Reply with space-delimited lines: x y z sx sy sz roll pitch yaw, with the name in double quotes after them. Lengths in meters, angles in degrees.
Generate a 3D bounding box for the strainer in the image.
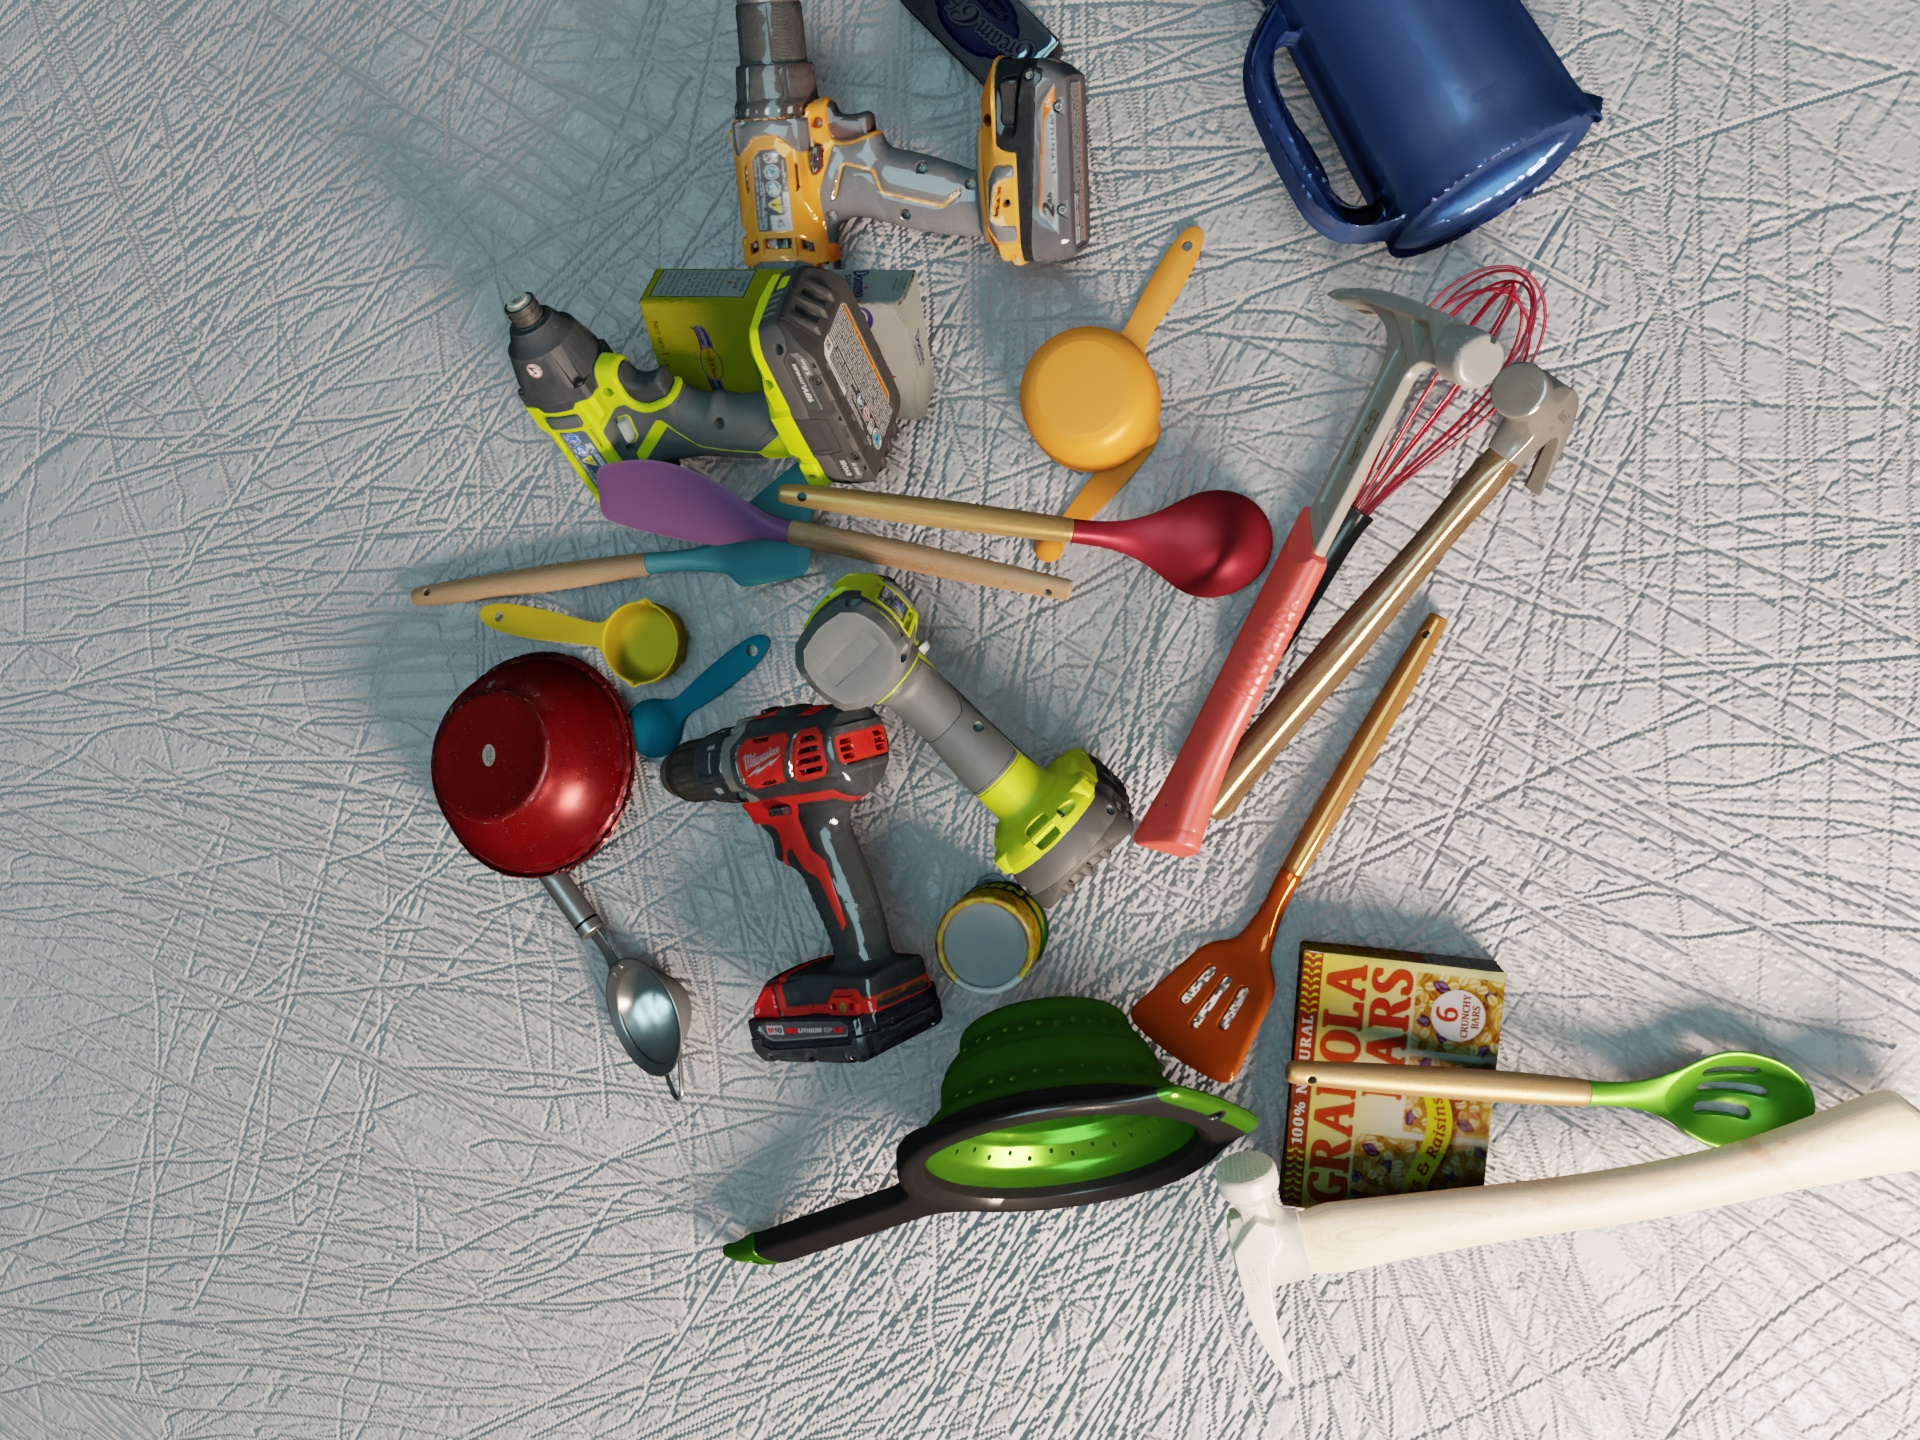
-0.254 0.150 1.117 0.258 0.050 0.087 52 132 11 "strainer"

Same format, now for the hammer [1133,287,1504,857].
0.192 -0.081 0.956 0.036 0.149 0.359 17 107 -25 "hammer"

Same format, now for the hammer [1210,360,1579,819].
0.252 -0.068 0.965 0.031 0.130 0.331 46 113 23 "hammer"

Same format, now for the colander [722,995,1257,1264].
-0.006 0.268 1.041 0.397 0.204 0.095 -27 53 28 "colander"

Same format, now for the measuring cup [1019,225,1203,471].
0.103 -0.241 1.005 0.095 0.052 0.173 33 97 12 "measuring cup"

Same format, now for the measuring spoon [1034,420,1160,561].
0.089 -0.150 1.036 0.021 0.011 0.117 43 101 7 "measuring spoon"

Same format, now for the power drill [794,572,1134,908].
-0.002 -0.003 0.994 0.228 0.191 0.080 44 101 -8 "power drill"

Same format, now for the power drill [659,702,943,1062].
-0.112 0.104 1.048 0.188 0.080 0.226 -9 94 40 "power drill"

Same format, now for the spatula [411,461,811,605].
-0.244 -0.110 1.096 0.317 0.044 0.082 -7 73 14 "spatula"

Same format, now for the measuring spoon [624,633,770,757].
-0.183 -0.019 1.098 0.128 0.021 0.042 -37 85 14 "measuring spoon"

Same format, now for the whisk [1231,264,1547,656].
0.256 -0.146 0.979 0.073 0.073 0.295 36 107 8 "whisk"

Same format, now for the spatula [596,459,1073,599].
-0.083 -0.117 1.009 0.316 0.018 0.059 13 134 8 "spatula"

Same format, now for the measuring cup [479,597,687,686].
-0.263 -0.063 1.114 0.156 0.029 0.062 11 96 16 "measuring cup"

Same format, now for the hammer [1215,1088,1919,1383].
0.369 0.296 0.953 0.410 0.038 0.146 -13 103 8 "hammer"

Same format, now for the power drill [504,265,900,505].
-0.166 -0.207 0.997 0.223 0.171 0.080 -2 52 23 "power drill"

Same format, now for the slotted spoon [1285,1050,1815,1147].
0.353 0.221 0.961 0.313 0.031 0.070 4 112 -1 "slotted spoon"

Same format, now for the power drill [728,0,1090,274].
-0.038 -0.371 0.998 0.226 0.084 0.185 2 112 15 "power drill"

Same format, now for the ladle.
0.044 -0.123 0.990 0.315 0.031 0.069 6 104 -5 "ladle"

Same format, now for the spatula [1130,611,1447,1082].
0.220 0.075 1.006 0.081 0.041 0.322 32 99 30 "spatula"
